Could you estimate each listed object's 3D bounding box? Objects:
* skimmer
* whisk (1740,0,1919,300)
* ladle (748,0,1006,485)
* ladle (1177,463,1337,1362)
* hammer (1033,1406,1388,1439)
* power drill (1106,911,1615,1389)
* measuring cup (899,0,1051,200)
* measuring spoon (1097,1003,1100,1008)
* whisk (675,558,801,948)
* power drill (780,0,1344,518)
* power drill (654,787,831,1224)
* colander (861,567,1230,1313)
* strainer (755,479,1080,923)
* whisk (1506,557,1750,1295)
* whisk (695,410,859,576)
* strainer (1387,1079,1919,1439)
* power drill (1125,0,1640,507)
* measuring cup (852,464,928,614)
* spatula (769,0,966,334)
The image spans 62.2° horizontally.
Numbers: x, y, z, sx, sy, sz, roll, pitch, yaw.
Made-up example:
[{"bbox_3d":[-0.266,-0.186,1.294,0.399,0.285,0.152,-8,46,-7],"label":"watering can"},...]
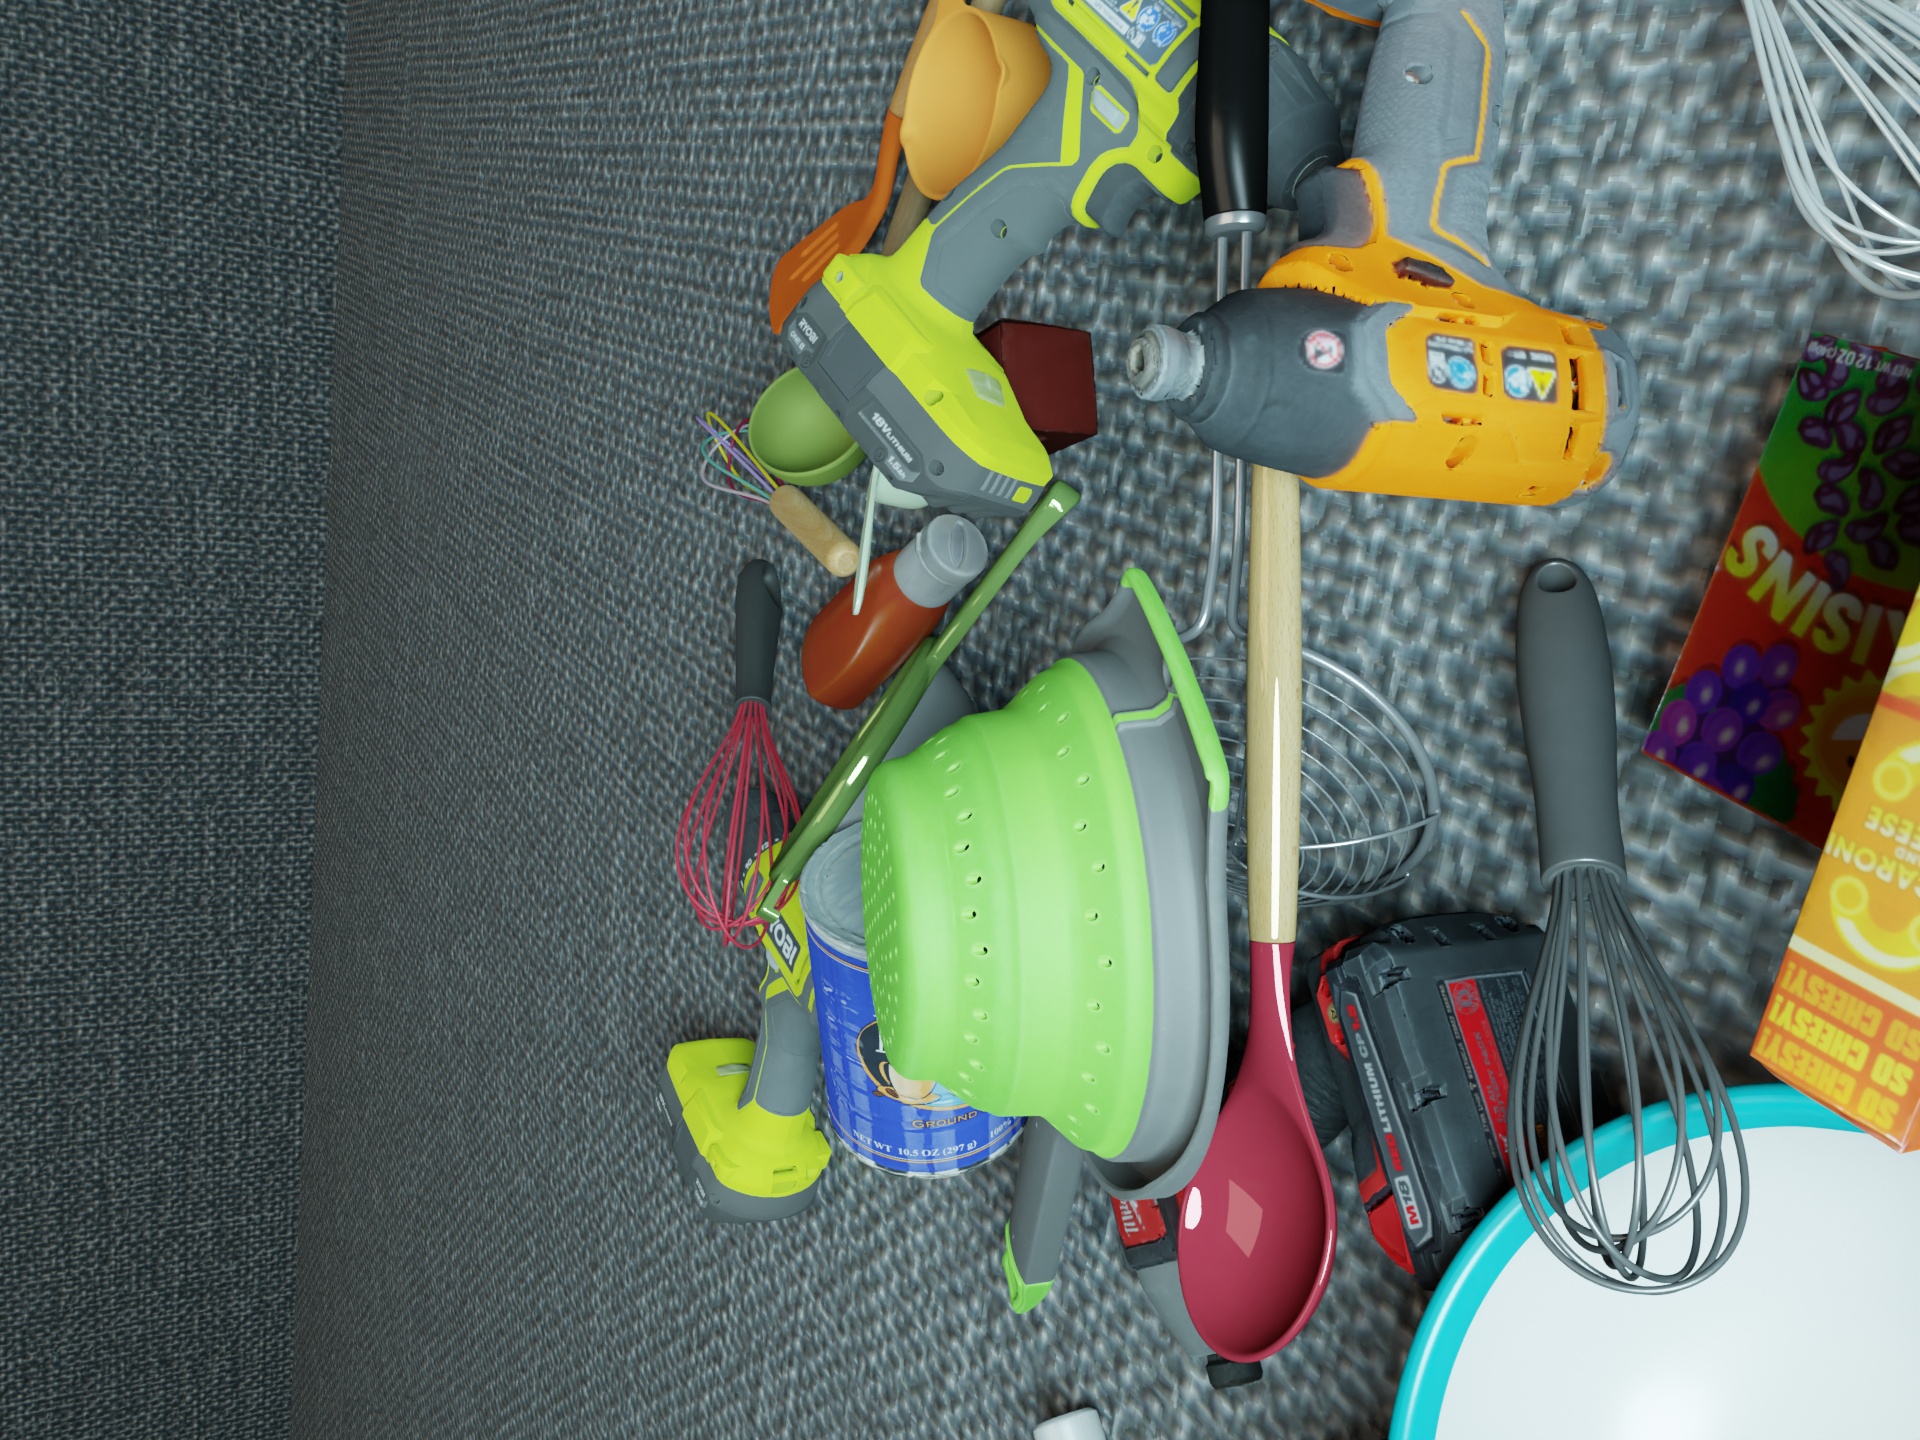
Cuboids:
[{"bbox_3d":[0.112,-0.111,0.578,0.127,0.090,0.363,1,90,38],"label":"skimmer"},{"bbox_3d":[0.221,-0.212,0.443,0.057,0.059,0.247,89,169,-61],"label":"whisk"},{"bbox_3d":[-0.038,-0.267,0.854,0.078,0.062,0.320,45,127,29],"label":"ladle"},{"bbox_3d":[0.099,0.045,0.515,0.069,0.031,0.315,-1,88,57],"label":"ladle"},{"bbox_3d":[0.128,0.307,0.599,0.334,0.035,0.146,-54,47,48],"label":"hammer"},{"bbox_3d":[0.127,0.161,0.577,0.219,0.078,0.143,-43,54,54],"label":"power drill"},{"bbox_3d":[0.016,-0.335,0.768,0.095,0.052,0.173,-1,88,59],"label":"measuring cup"},{"bbox_3d":[0.060,0.132,0.736,0.124,0.018,0.034,60,138,37],"label":"measuring spoon"},{"bbox_3d":[-0.124,0.007,0.943,0.296,0.073,0.073,-93,26,-42],"label":"whisk"},{"bbox_3d":[0.041,-0.197,0.651,0.223,0.080,0.171,-47,64,23],"label":"power drill"},{"bbox_3d":[-0.118,0.172,0.974,0.191,0.080,0.228,49,128,46],"label":"power drill"},{"bbox_3d":[0.010,0.126,0.614,0.205,0.094,0.396,-104,15,-45],"label":"colander"},{"bbox_3d":[-0.001,-0.003,0.795,0.256,0.069,0.151,-52,6,23],"label":"strainer"},{"bbox_3d":[0.178,0.043,0.447,0.055,0.055,0.239,-47,26,48],"label":"whisk"},{"bbox_3d":[-0.111,-0.137,0.966,0.245,0.051,0.047,46,133,53],"label":"whisk"},{"bbox_3d":[0.176,0.248,0.409,0.340,0.095,0.211,-47,34,20],"label":"strainer"},{"bbox_3d":[0.122,-0.181,0.491,0.084,0.164,0.226,163,106,-66],"label":"power drill"},{"bbox_3d":[-0.027,-0.112,0.798,0.083,0.038,0.168,110,169,-50],"label":"measuring cup"},{"bbox_3d":[-0.031,-0.350,0.852,0.081,0.041,0.322,-97,29,-46],"label":"spatula"}]
